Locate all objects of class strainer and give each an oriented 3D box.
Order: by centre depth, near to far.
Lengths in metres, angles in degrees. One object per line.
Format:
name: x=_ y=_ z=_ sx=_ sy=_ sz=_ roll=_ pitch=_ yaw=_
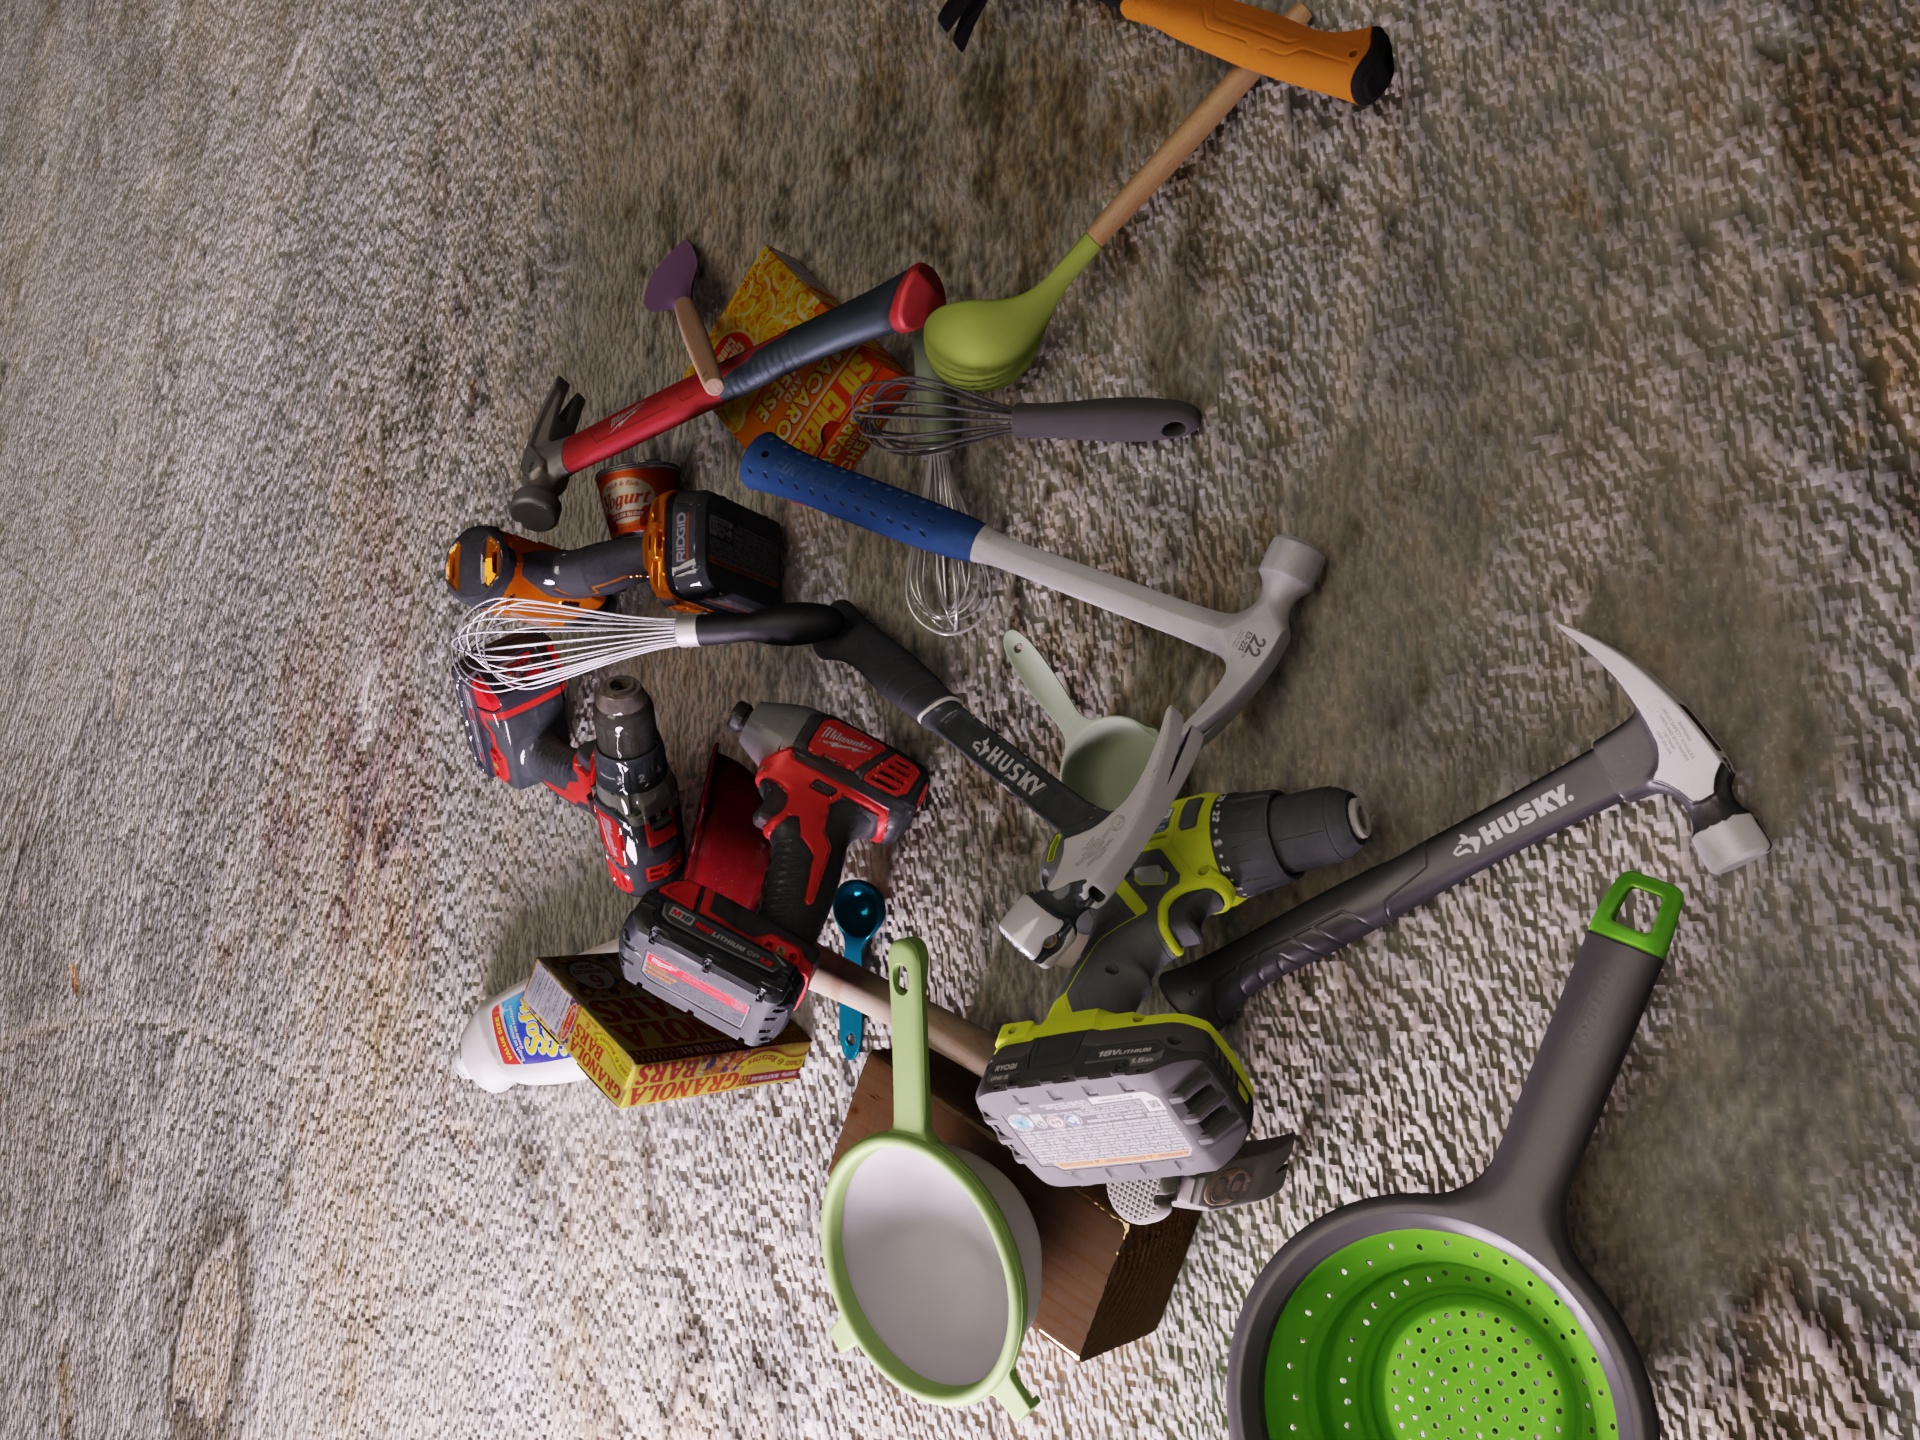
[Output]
strainer: x=-0.007 y=0.244 z=0.888 sx=0.151 sy=0.069 sz=0.256 roll=0 pitch=93 yaw=42

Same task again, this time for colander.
colander: x=0.277 y=0.267 z=0.794 sx=0.205 sy=0.094 sz=0.397 roll=22 pitch=88 yaw=36

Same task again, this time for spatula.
spatula: x=-0.205 y=-0.300 z=1.185 sx=0.060 sy=0.018 sz=0.316 roll=-44 pitch=33 yaw=11

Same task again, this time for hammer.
hammer: x=0.246 y=0.080 z=0.871 sx=0.334 sy=0.035 sz=0.146 roll=-35 pitch=66 yaw=29
hammer: x=-0.002 y=-0.003 z=0.977 sx=0.149 sy=0.036 sz=0.409 roll=-50 pitch=34 yaw=-1
hammer: x=0.010 y=0.201 z=0.989 sx=0.411 sy=0.146 sz=0.038 roll=18 pitch=97 yaw=44
hammer: x=0.127 y=-0.442 z=0.999 sx=0.337 sy=0.034 sz=0.127 roll=39 pitch=91 yaw=37
hammer: x=0.018 y=-0.105 z=1.013 sx=0.406 sy=0.035 sz=0.144 roll=24 pitch=83 yaw=29
hammer: x=-0.176 y=-0.257 z=1.166 sx=0.386 sy=0.038 sz=0.143 roll=-17 pitch=50 yaw=30

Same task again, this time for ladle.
ladle: x=0.098 y=-0.336 z=1.025 sx=0.320 sy=0.078 sz=0.062 roll=-45 pitch=49 yaw=15

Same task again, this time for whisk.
whisk: x=0.038 y=-0.197 z=1.029 sx=0.239 sy=0.055 sz=0.055 roll=4 pitch=86 yaw=20
whisk: x=-0.014 y=-0.176 z=1.097 sx=0.059 sy=0.057 sz=0.246 roll=-4 pitch=76 yaw=2
whisk: x=-0.220 y=-0.062 z=1.110 sx=0.284 sy=0.070 sz=0.070 roll=-4 pitch=81 yaw=7

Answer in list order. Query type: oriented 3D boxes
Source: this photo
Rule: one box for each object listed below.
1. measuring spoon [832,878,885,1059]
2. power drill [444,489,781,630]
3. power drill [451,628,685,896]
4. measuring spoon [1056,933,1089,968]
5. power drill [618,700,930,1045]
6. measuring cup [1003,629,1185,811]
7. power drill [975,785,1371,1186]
measuring spoon: x=-0.069 y=0.173 z=1.110 sx=0.042 sy=0.021 sz=0.128 roll=8 pitch=98 yaw=35
power drill: x=-0.251 y=-0.111 z=1.208 sx=0.226 sy=0.164 sz=0.084 roll=-4 pitch=81 yaw=24
power drill: x=-0.295 y=0.012 z=1.215 sx=0.227 sy=0.080 sz=0.187 roll=33 pitch=139 yaw=34
measuring spoon: x=0.101 y=0.120 z=0.984 sx=0.124 sy=0.018 sz=0.034 roll=-31 pitch=67 yaw=29
power drill: x=-0.123 y=0.084 z=1.029 sx=0.143 sy=0.220 sz=0.078 roll=29 pitch=144 yaw=1
measuring cup: x=0.080 y=0.004 z=1.004 sx=0.083 sy=0.038 sz=0.168 roll=-48 pitch=57 yaw=22
power drill: x=0.113 y=0.124 z=0.841 sx=0.190 sy=0.080 sz=0.229 roll=-16 pitch=31 yaw=33
